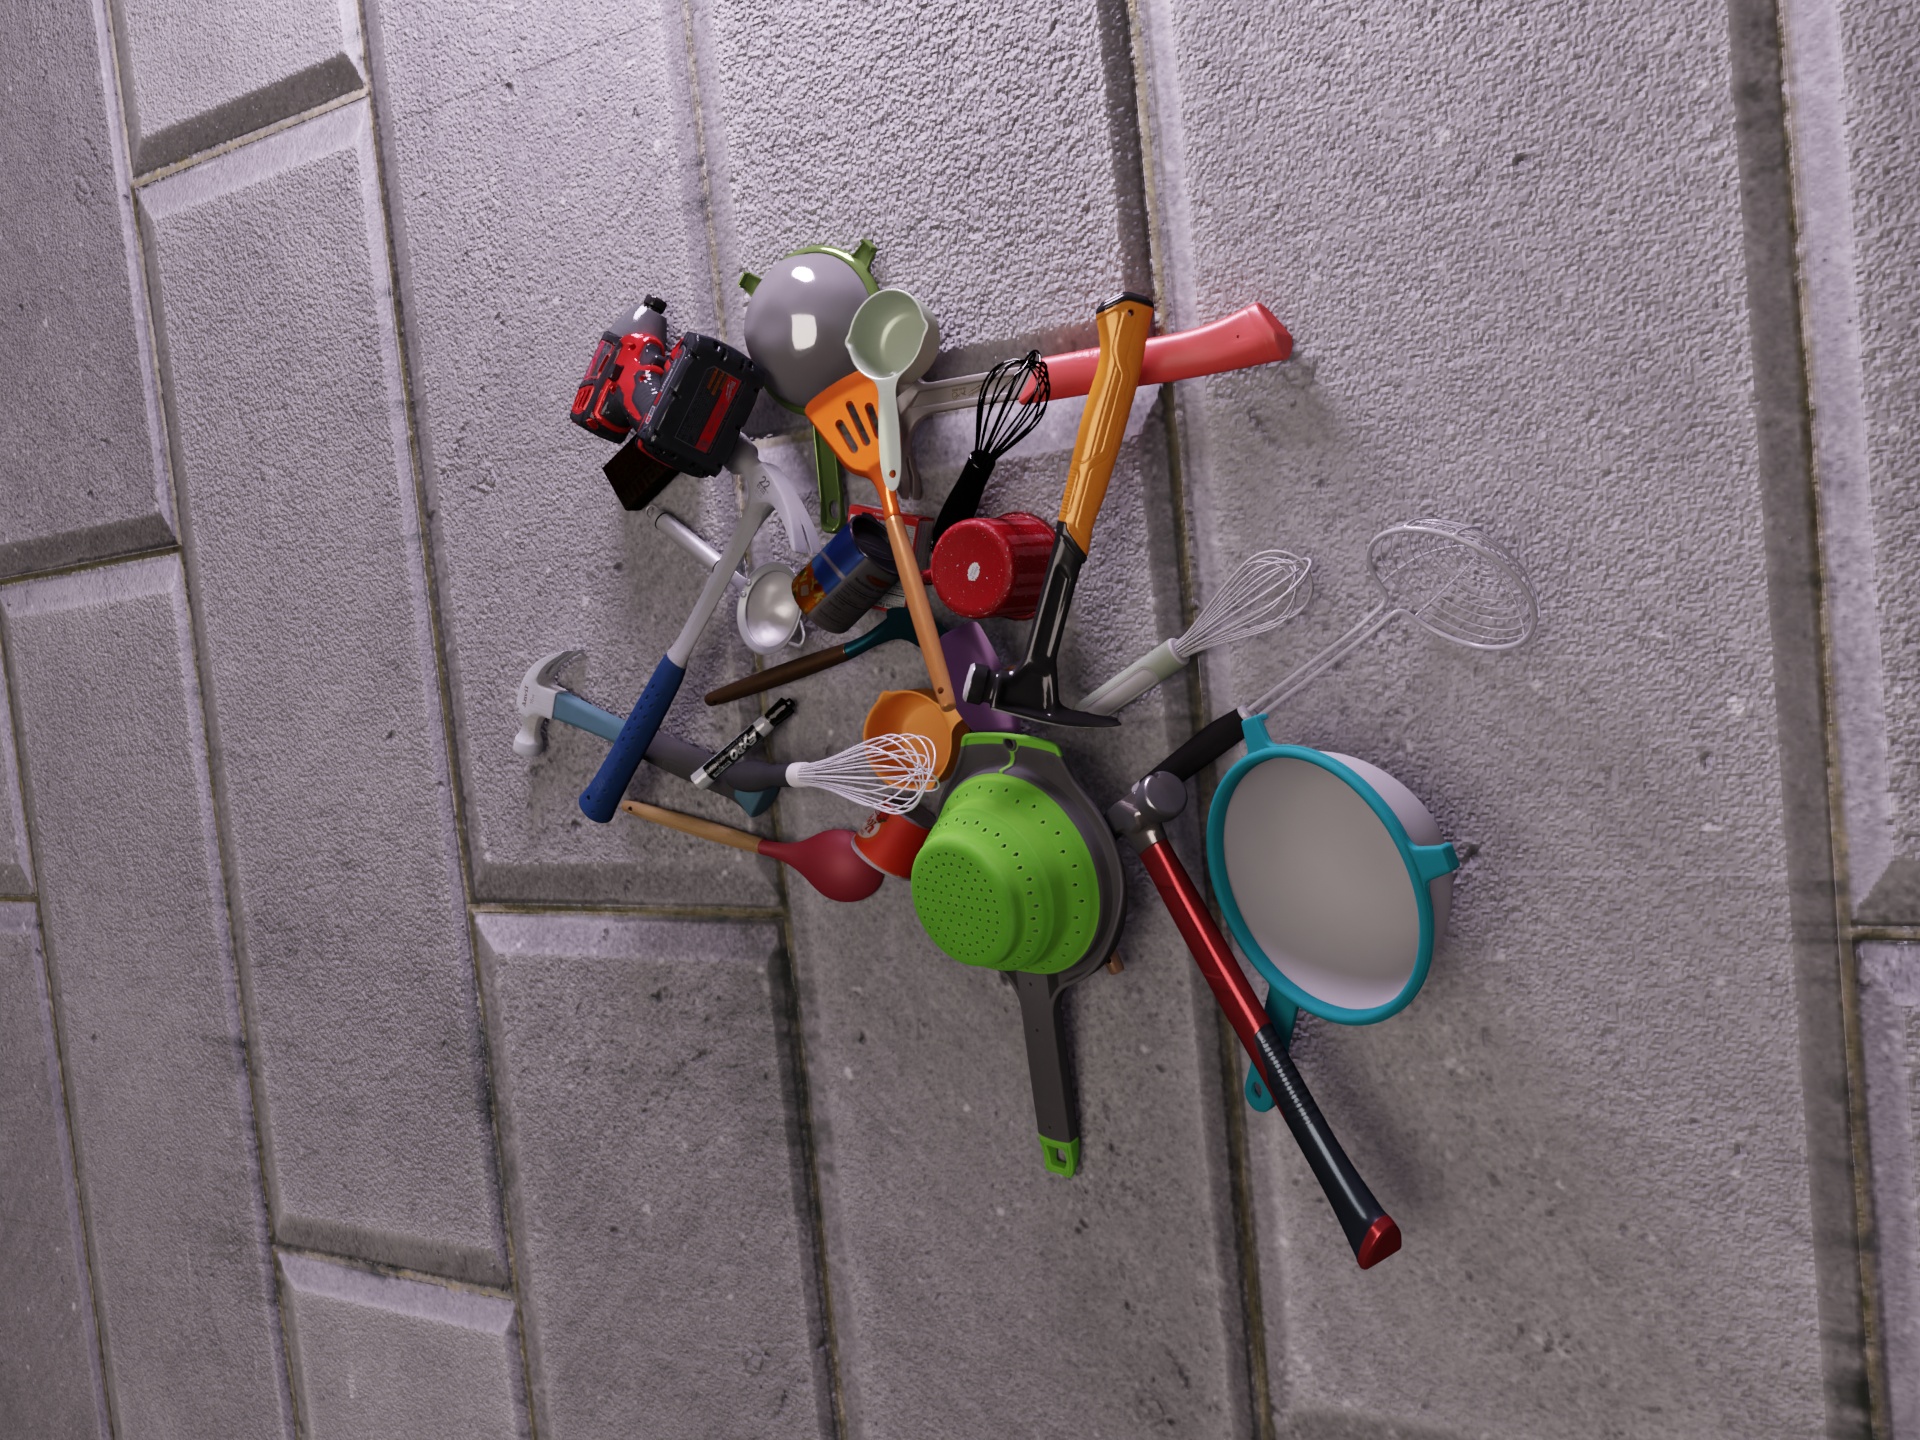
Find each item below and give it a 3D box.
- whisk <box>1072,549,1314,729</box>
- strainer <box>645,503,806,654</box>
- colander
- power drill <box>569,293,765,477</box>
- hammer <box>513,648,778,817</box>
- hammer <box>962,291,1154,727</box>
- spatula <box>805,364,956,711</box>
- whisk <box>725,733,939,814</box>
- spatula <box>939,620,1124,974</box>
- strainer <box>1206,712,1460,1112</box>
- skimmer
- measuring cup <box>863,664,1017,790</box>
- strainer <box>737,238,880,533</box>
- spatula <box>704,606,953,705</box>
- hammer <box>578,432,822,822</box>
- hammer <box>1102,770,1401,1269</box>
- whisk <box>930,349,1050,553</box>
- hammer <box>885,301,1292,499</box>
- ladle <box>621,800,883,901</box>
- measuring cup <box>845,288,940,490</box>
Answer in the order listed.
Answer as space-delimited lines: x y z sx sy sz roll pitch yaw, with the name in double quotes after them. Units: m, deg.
0.178 -0.058 1.255 0.057 0.059 0.246 46 125 -12 "whisk"
-0.215 -0.139 1.491 0.259 0.050 0.087 38 108 28 "strainer"
0.039 0.212 1.312 0.205 0.094 0.397 5 109 42 "colander"
-0.273 -0.309 1.448 0.220 0.078 0.143 32 96 50 "power drill"
-0.316 0.023 1.577 0.331 0.033 0.128 21 108 28 "hammer"
0.101 -0.161 1.237 0.127 0.034 0.337 13 99 -1 "hammer"
-0.054 -0.149 1.312 0.081 0.041 0.323 -26 61 17 "spatula"
-0.119 0.046 1.390 0.285 0.070 0.070 -3 95 47 "whisk"
0.061 0.067 1.320 0.060 0.018 0.316 -26 90 32 "spatula"
0.281 0.161 1.201 0.211 0.095 0.340 40 138 40 "strainer"
0.259 -0.022 1.182 0.127 0.090 0.363 41 122 -14 "skimmer"
-0.002 -0.004 1.371 0.173 0.052 0.095 -31 81 25 "measuring cup"
-0.139 -0.293 1.405 0.151 0.069 0.256 -4 92 32 "strainer"
-0.123 -0.049 1.439 0.317 0.082 0.044 -17 46 36 "spatula"
-0.257 -0.061 1.481 0.144 0.035 0.405 48 119 28 "hammer"
0.214 0.233 1.217 0.386 0.038 0.143 62 153 16 "hammer"
0.019 -0.208 1.290 0.055 0.055 0.238 51 144 16 "whisk"
0.092 -0.270 1.285 0.359 0.036 0.149 -2 95 32 "hammer"
-0.209 0.114 1.528 0.315 0.031 0.069 12 102 32 "ladle"
-0.051 -0.272 1.324 0.083 0.038 0.167 -3 88 31 "measuring cup"
